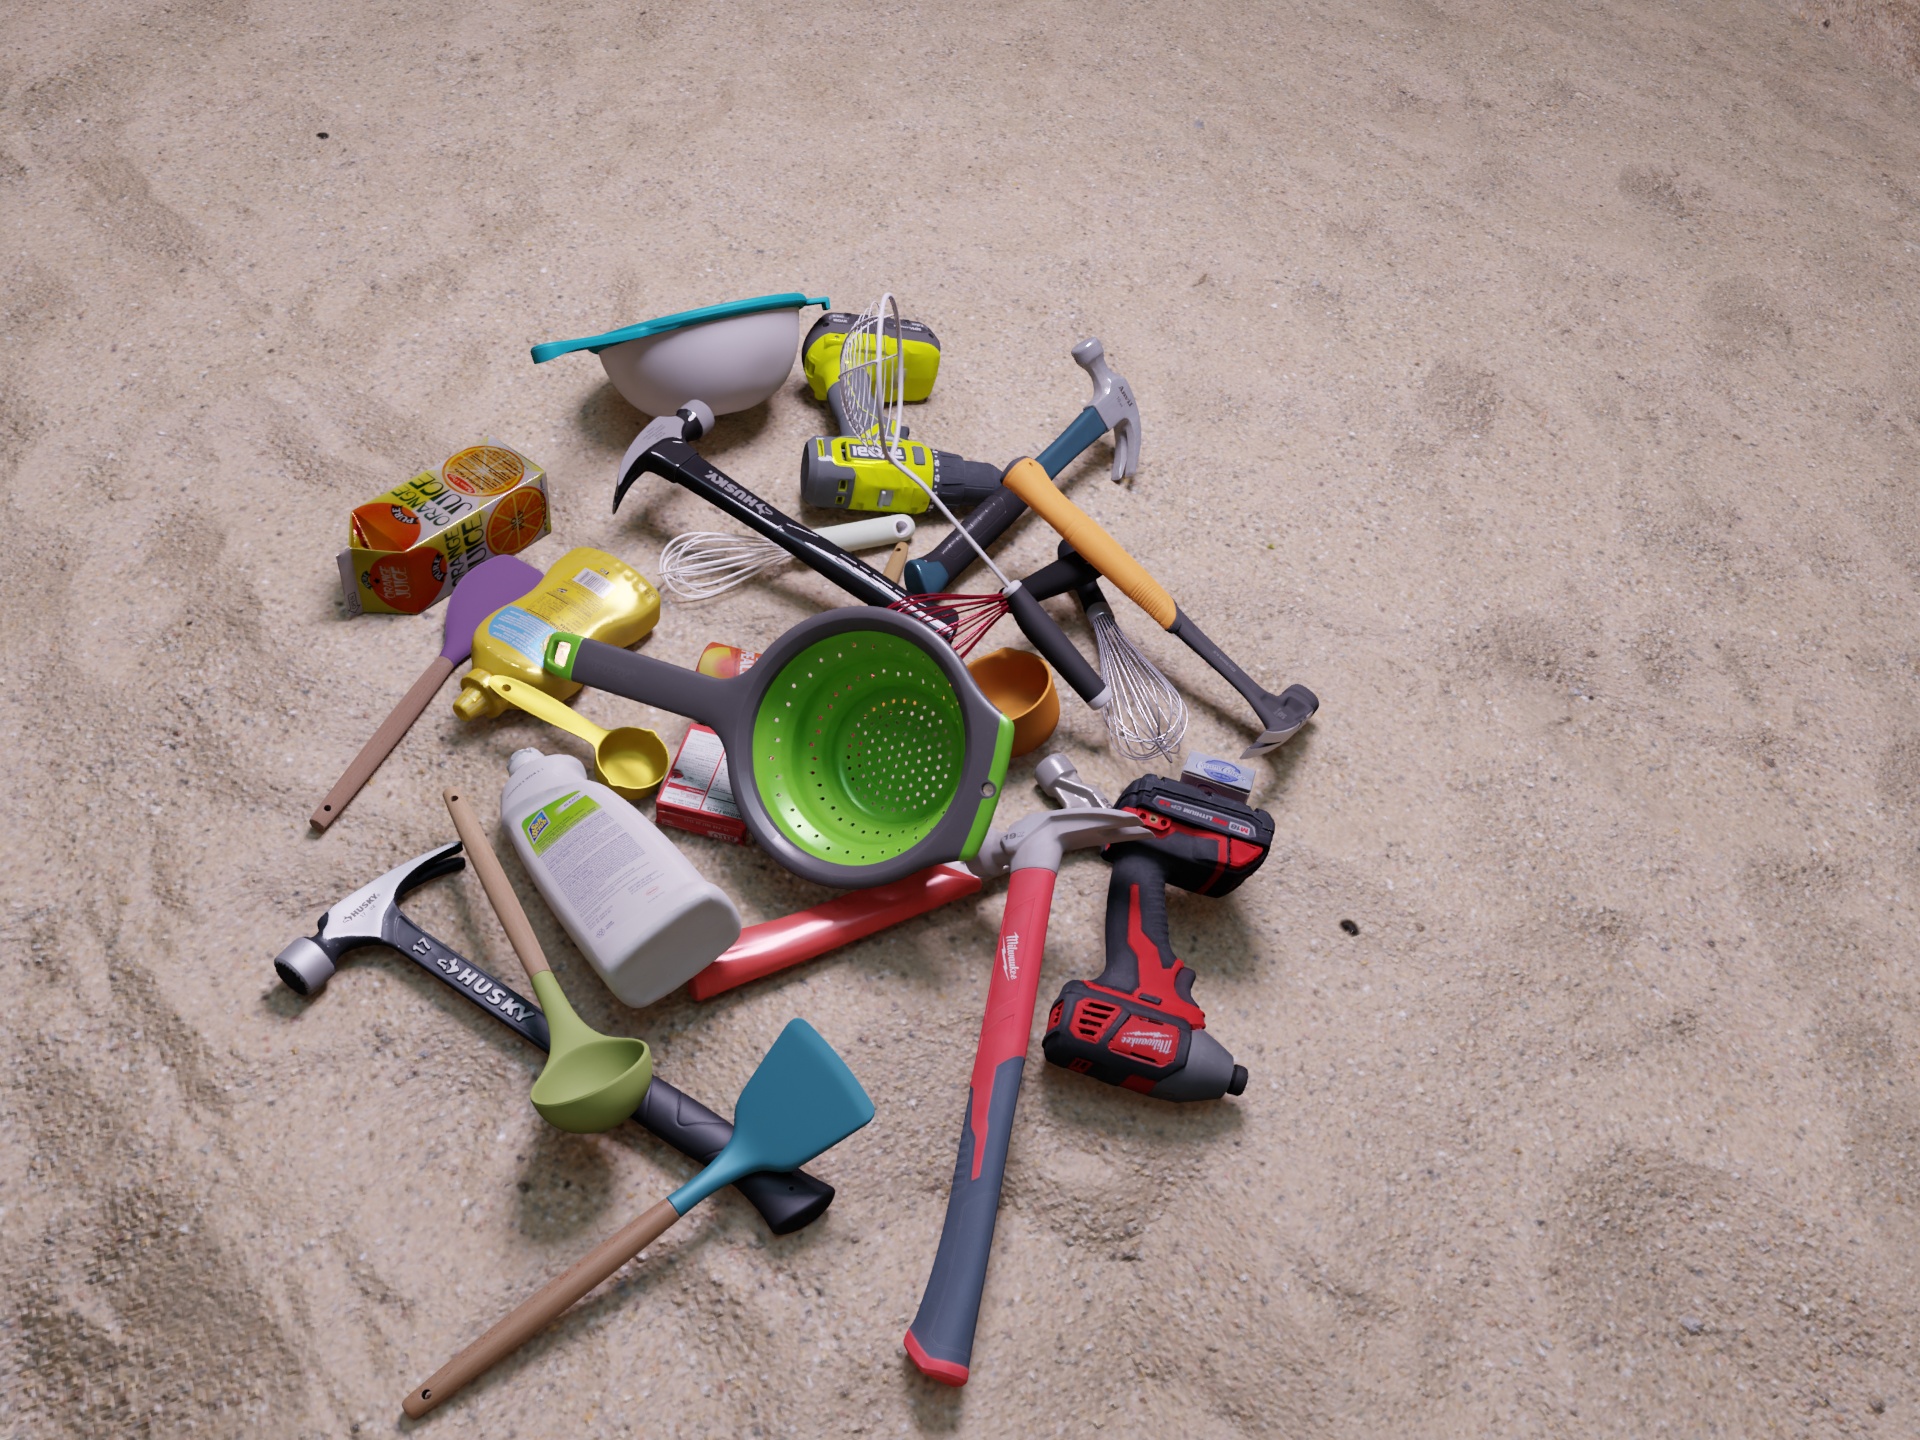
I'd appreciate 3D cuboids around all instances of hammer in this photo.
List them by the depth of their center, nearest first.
[{"bbox_3d":[0.037,0.231,1.041,0.143,0.038,0.387,-10,51,31],"label":"hammer"},{"bbox_3d":[-0.260,0.219,1.073,0.409,0.036,0.149,29,49,16],"label":"hammer"},{"bbox_3d":[-0.031,0.135,1.181,0.359,0.036,0.149,-19,54,-24],"label":"hammer"},{"bbox_3d":[0.157,-0.103,1.348,0.337,0.034,0.127,45,33,12],"label":"hammer"},{"bbox_3d":[-0.145,-0.154,1.370,0.335,0.035,0.146,33,47,8],"label":"hammer"},{"bbox_3d":[0.059,-0.218,1.480,0.331,0.128,0.033,-46,22,-28],"label":"hammer"}]

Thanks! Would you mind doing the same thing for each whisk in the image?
[{"bbox_3d":[0.026,-0.095,1.328,0.296,0.073,0.073,-27,57,-37],"label":"whisk"},{"bbox_3d":[0.131,-0.070,1.378,0.070,0.070,0.285,-6,45,-14],"label":"whisk"},{"bbox_3d":[-0.152,-0.153,1.420,0.246,0.059,0.058,-14,95,-25],"label":"whisk"}]

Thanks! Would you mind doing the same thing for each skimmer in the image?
[{"bbox_3d":[0.025,-0.170,1.269,0.363,0.090,0.127,50,13,-7],"label":"skimmer"}]

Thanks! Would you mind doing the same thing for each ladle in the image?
[{"bbox_3d":[-0.295,0.147,1.073,0.078,0.062,0.320,-24,52,-20],"label":"ladle"},{"bbox_3d":[-0.085,-0.053,1.347,0.069,0.031,0.316,1,43,16],"label":"ladle"}]

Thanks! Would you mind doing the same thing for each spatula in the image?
[{"bbox_3d":[-0.198,0.309,0.965,0.317,0.044,0.082,-35,71,-21],"label":"spatula"},{"bbox_3d":[-0.430,-0.031,1.281,0.059,0.018,0.316,28,48,-5],"label":"spatula"}]

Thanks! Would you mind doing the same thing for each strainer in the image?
[{"bbox_3d":[-0.266,-0.317,1.454,0.211,0.095,0.340,-7,15,28],"label":"strainer"}]

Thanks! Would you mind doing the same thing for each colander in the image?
[{"bbox_3d":[-0.136,0.000,1.210,0.397,0.094,0.204,17,90,21],"label":"colander"}]

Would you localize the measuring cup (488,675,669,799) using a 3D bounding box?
[{"bbox_3d":[-0.299,0.011,1.238,0.156,0.029,0.062,29,50,2],"label":"measuring cup"}]

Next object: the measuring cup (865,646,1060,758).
[{"bbox_3d":[-0.002,-0.004,1.310,0.173,0.052,0.095,-8,43,17],"label":"measuring cup"}]

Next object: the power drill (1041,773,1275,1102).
[{"bbox_3d":[0.151,0.161,1.135,0.143,0.078,0.220,19,62,-1],"label":"power drill"}]

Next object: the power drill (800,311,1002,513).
[{"bbox_3d":[-0.062,-0.287,1.530,0.190,0.080,0.229,2,50,-15],"label":"power drill"}]
